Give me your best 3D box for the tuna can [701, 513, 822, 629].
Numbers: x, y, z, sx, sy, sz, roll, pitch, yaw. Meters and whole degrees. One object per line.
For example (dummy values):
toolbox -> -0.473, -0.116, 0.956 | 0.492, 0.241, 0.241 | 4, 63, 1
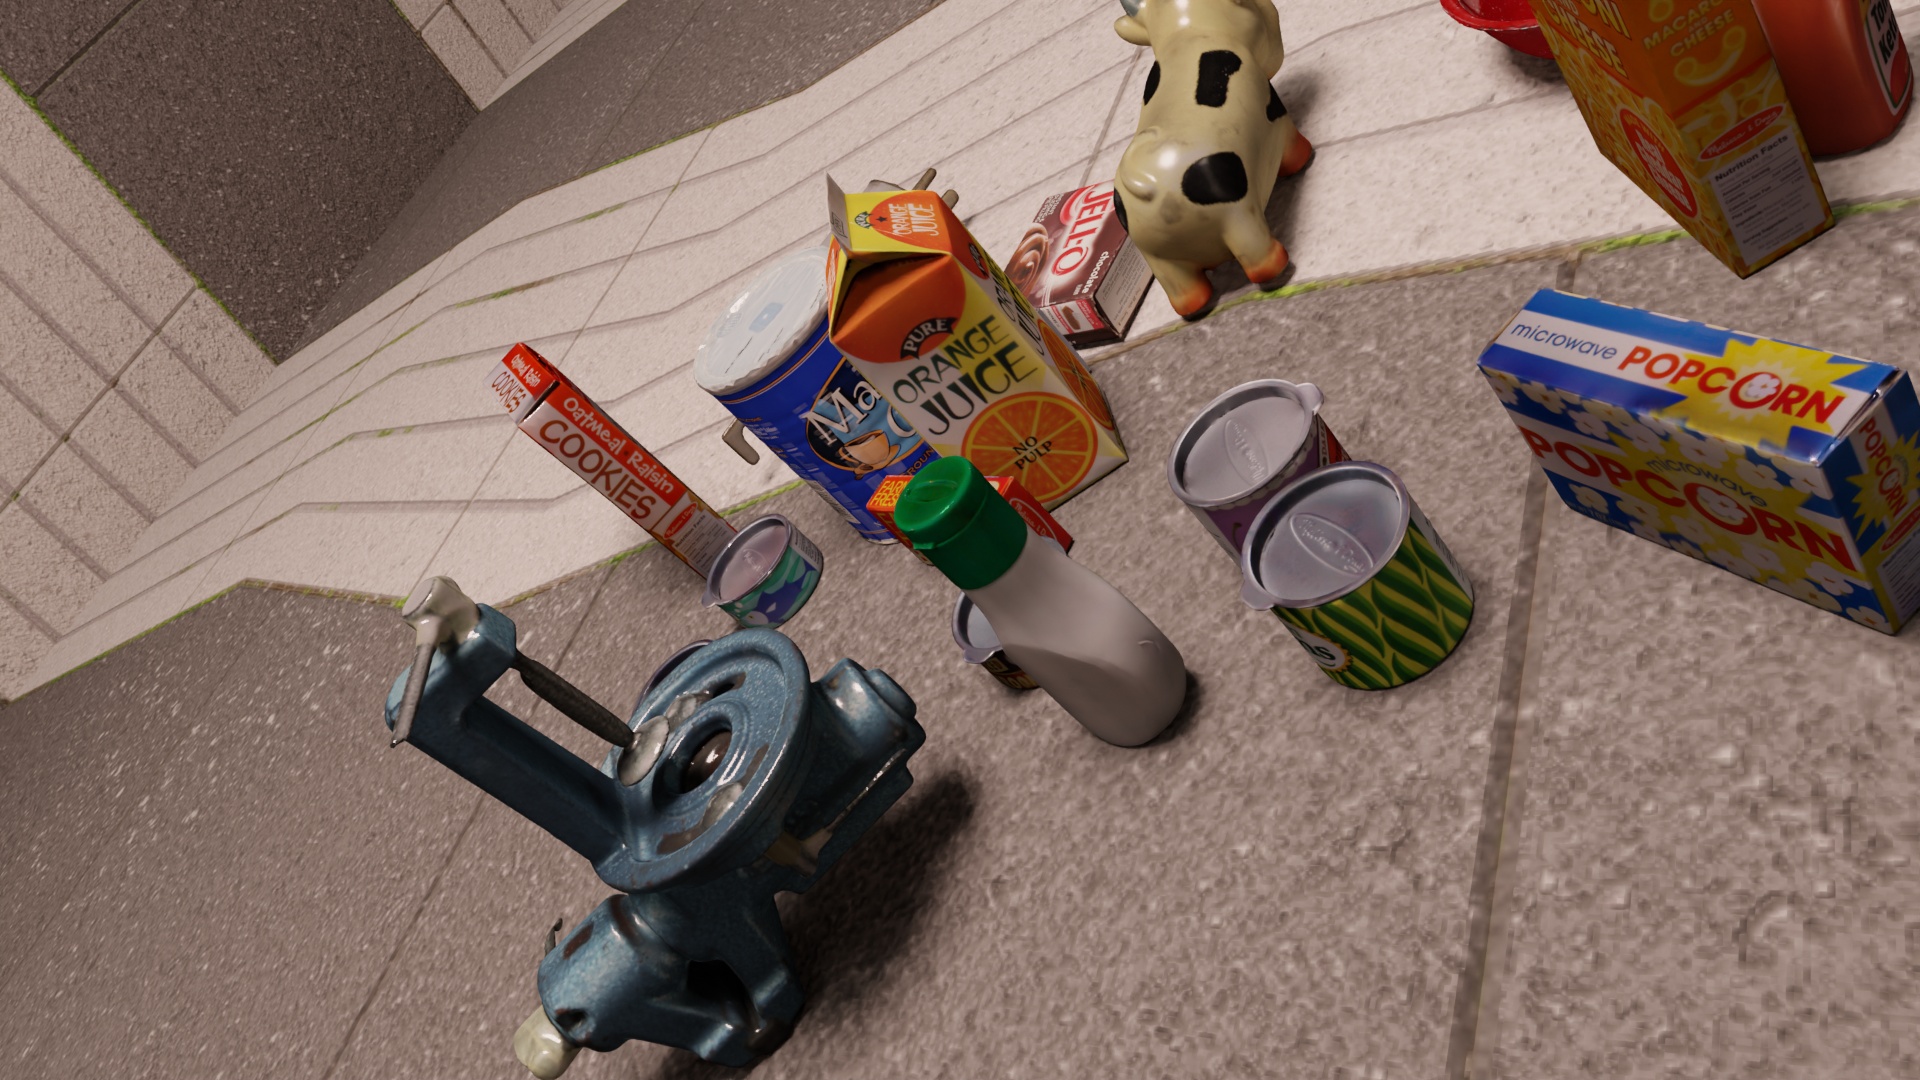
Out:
tuna can -> -0.118, 0.021, 0.824 | 0.071, 0.032, 0.071 | -29, 36, 24

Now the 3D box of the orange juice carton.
orange juice carton -> -0.004, -0.099, 0.685 | 0.073, 0.192, 0.072 | -34, 34, 17

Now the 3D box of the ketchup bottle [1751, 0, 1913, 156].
ketchup bottle -> 0.309, -0.216, 0.511 | 0.043, 0.148, 0.065 | -9, 47, 43

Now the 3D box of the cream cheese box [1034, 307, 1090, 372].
cream cheese box -> 0.020, -0.105, 0.793 | 0.104, 0.053, 0.024 | 8, 60, 51

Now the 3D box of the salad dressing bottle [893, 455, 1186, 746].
salad dressing bottle -> 0.033, 0.026, 0.548 | 0.064, 0.147, 0.044 | -1, 53, 47

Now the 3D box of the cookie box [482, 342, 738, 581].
cookie box -> -0.220, -0.050, 0.891 | 0.040, 0.167, 0.123 | -49, 33, -5

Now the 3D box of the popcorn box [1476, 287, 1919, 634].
popcorn box -> 0.237, -0.029, 0.442 | 0.038, 0.085, 0.127 | -47, 33, -3

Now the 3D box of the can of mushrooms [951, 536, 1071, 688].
can of mushrooms -> 0.030, 0.035, 0.646 | 0.071, 0.033, 0.071 | -29, 36, 24

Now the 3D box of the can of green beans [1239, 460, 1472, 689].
can of green beans -> 0.148, 0.014, 0.518 | 0.071, 0.057, 0.071 | -29, 36, 24

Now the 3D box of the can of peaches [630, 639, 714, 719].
can of peaches -> -0.132, 0.097, 0.733 | 0.071, 0.058, 0.071 | -29, 36, 24

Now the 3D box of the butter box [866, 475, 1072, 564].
butter box -> 0.003, -0.009, 0.707 | 0.103, 0.053, 0.024 | 4, 56, 50

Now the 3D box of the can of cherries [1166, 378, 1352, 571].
can of cherries -> 0.131, -0.025, 0.578 | 0.071, 0.058, 0.072 | -29, 36, 24

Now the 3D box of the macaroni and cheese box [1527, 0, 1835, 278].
macaroni and cheese box -> 0.258, -0.196, 0.528 | 0.040, 0.166, 0.124 | -33, 35, 18
